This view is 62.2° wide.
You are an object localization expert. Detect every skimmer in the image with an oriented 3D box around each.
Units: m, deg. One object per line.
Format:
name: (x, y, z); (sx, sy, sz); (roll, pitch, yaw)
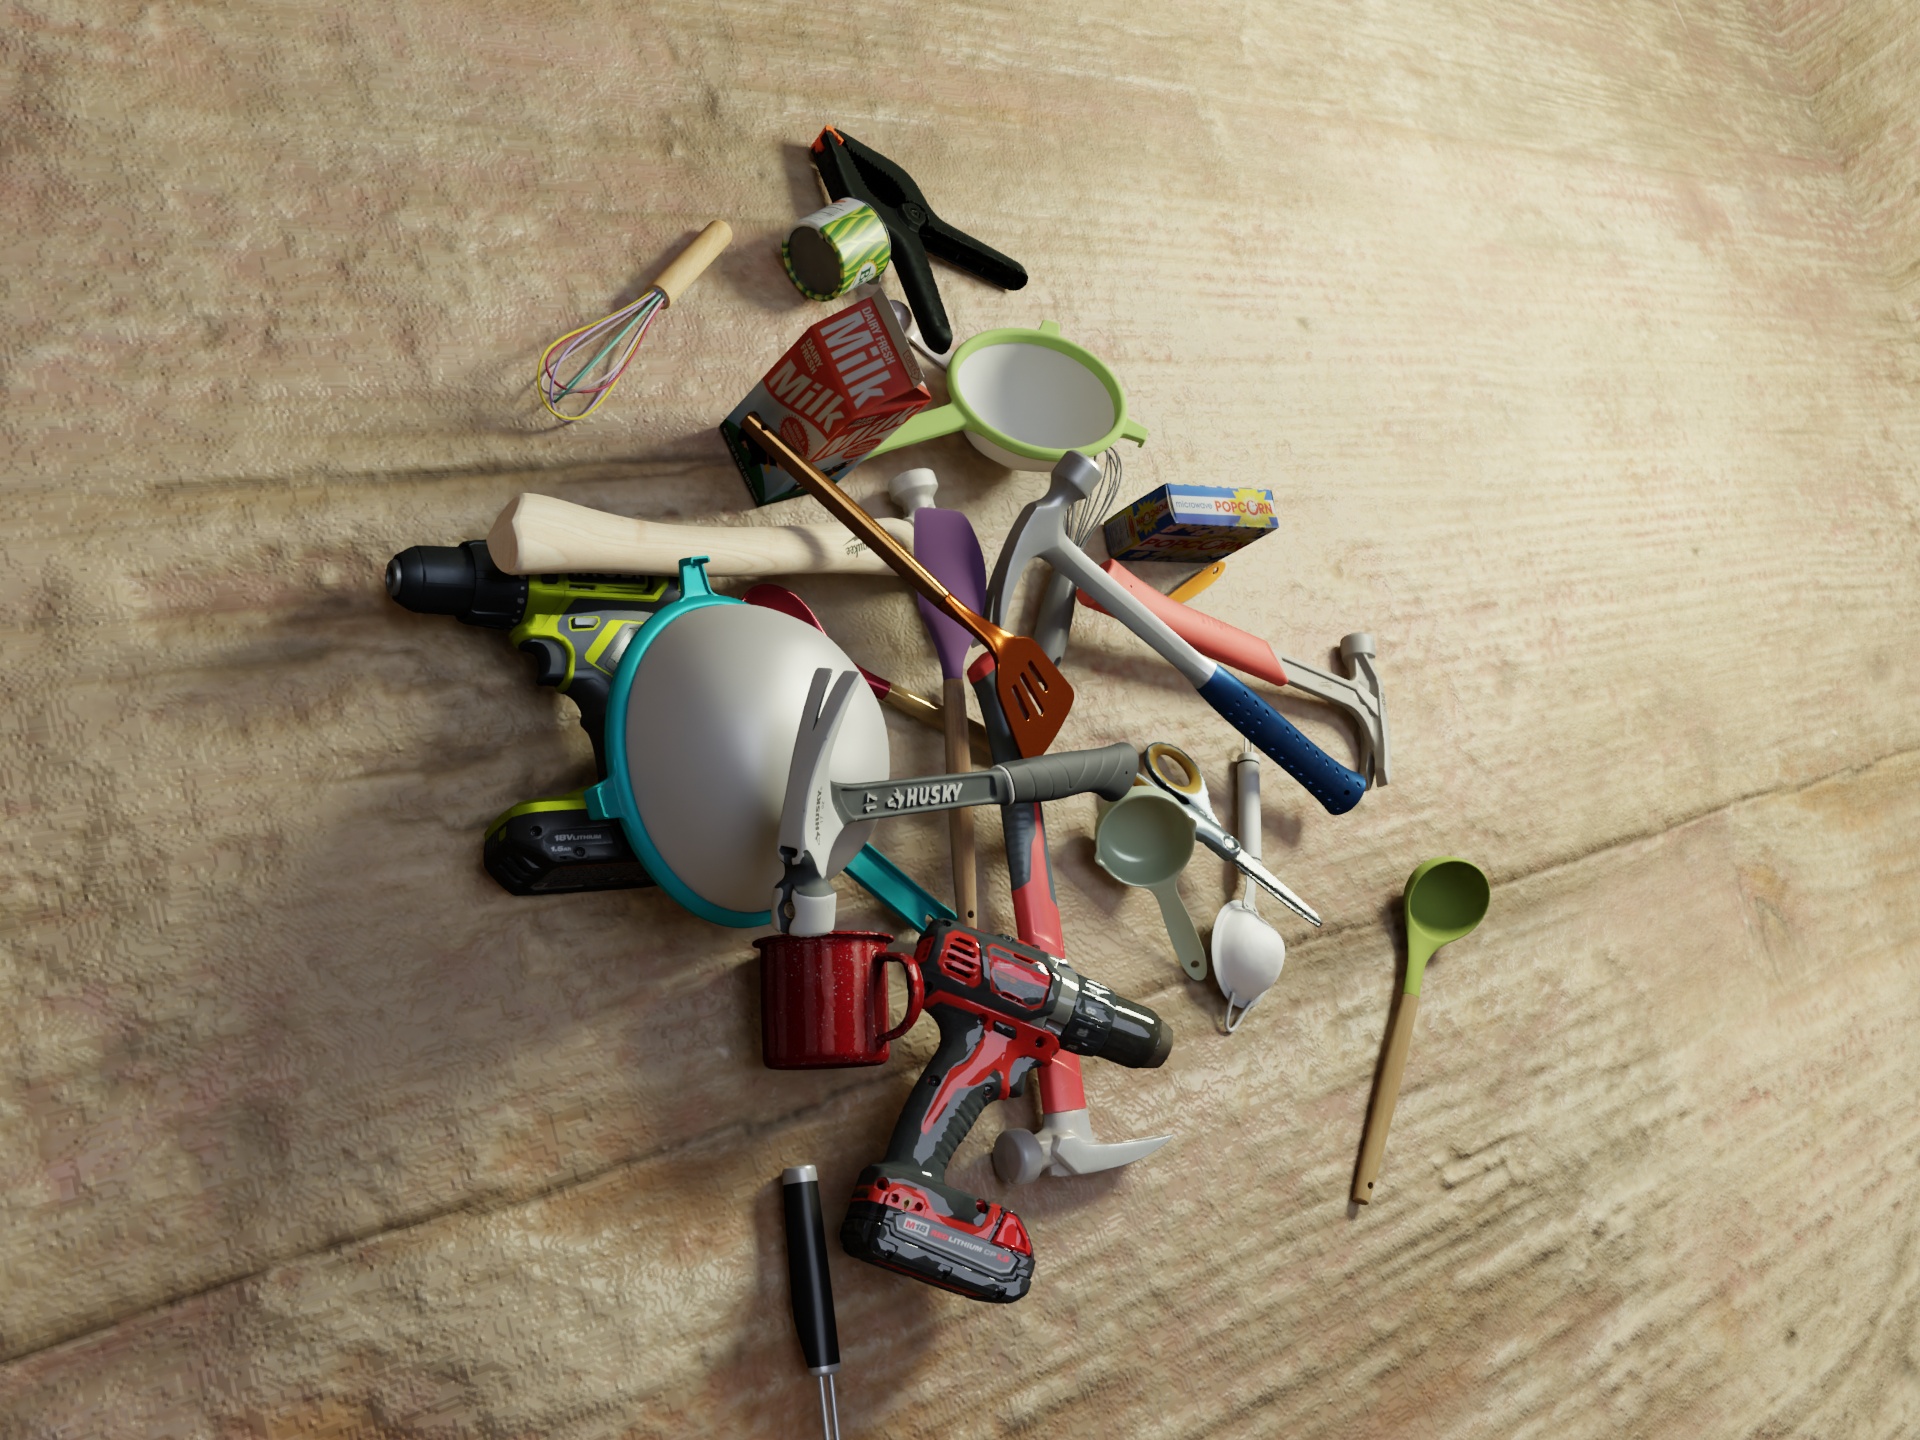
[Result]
skimmer: (-0.047, 0.445, 0.942); (0.127, 0.090, 0.363); (29, 47, -61)

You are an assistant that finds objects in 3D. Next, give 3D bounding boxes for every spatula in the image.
spatula: (-0.036, -0.099, 1.128); (0.322, 0.041, 0.081); (42, 56, -13)
spatula: (-0.002, -0.004, 1.148); (0.059, 0.018, 0.316); (4, 75, -27)

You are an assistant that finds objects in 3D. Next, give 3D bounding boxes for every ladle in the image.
ladle: (0.381, 0.254, 1.337); (0.078, 0.062, 0.320); (34, 58, -16)
ladle: (-0.034, -0.013, 1.179); (0.315, 0.031, 0.069); (26, 60, -26)

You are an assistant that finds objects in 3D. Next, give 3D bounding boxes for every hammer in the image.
hammer: (-0.134, -0.107, 1.081); (0.410, 0.038, 0.146); (-7, 75, -51)
hammer: (0.242, -0.050, 1.355); (0.358, 0.037, 0.149); (18, 61, -35)
hammer: (0.016, 0.039, 1.044); (0.408, 0.036, 0.149); (-4, 100, -58)
hammer: (0.185, -0.037, 1.272); (0.405, 0.035, 0.144); (37, 87, -28)
hammer: (0.067, 0.132, 1.165); (0.143, 0.038, 0.386); (2, 74, -35)

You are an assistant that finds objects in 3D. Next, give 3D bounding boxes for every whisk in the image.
whisk: (-0.232, -0.298, 1.150); (0.047, 0.051, 0.245); (37, 51, -10)
whisk: (0.090, -0.135, 1.305); (0.055, 0.055, 0.239); (26, 63, -24)

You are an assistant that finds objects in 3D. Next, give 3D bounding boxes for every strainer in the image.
strainer: (0.238, 0.126, 1.301); (0.086, 0.050, 0.259); (31, 52, -40)
strainer: (-0.073, 0.053, 1.014); (0.340, 0.095, 0.211); (45, 46, -37)
strainer: (0.012, -0.230, 1.275); (0.256, 0.069, 0.152); (-21, 62, -27)

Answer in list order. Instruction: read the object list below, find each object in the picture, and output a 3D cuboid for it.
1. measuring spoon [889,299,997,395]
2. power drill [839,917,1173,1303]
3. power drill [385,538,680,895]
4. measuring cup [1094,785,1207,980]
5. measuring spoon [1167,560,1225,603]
measuring spoon: (-0.016, -0.309, 1.316); (0.124, 0.018, 0.034); (32, 56, -20)
power drill: (0.033, 0.259, 1.042); (0.188, 0.080, 0.227); (23, 66, -10)
power drill: (-0.252, -0.012, 0.997); (0.190, 0.080, 0.229); (0, 69, -36)
measuring cup: (0.158, 0.127, 1.243); (0.038, 0.083, 0.167); (-98, 165, -72)
measuring spoon: (0.196, -0.116, 1.387); (0.011, 0.021, 0.117); (28, 42, 31)
